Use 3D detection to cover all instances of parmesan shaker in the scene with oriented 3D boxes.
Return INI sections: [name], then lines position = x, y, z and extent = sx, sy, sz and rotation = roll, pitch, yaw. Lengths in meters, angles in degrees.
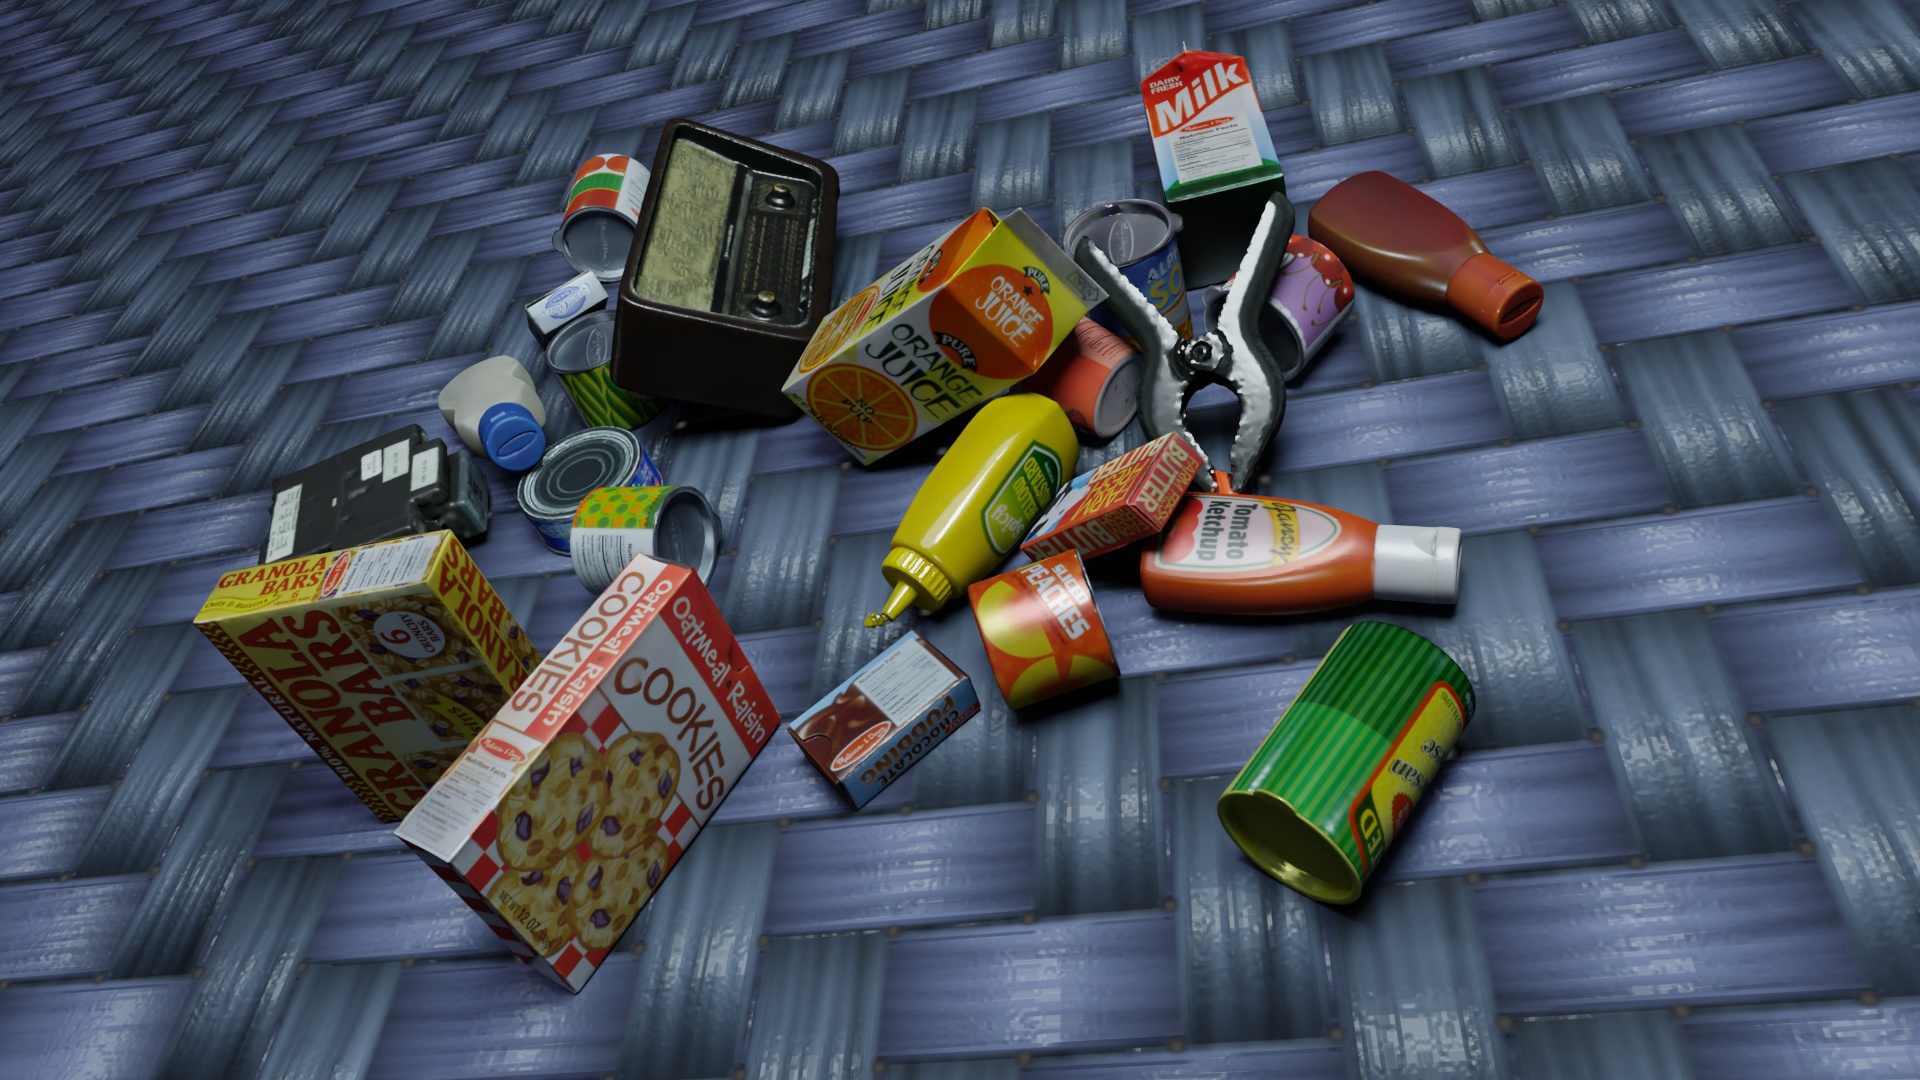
[parmesan shaker]
position = 0.164, 0.090, 0.584
extent = 0.071, 0.071, 0.103
rotation = 23, 59, 36

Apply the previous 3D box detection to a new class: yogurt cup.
[yogurt cup]
position = 0.072, -0.094, 0.806
extent = 0.054, 0.072, 0.073
rotation = 29, 62, 30

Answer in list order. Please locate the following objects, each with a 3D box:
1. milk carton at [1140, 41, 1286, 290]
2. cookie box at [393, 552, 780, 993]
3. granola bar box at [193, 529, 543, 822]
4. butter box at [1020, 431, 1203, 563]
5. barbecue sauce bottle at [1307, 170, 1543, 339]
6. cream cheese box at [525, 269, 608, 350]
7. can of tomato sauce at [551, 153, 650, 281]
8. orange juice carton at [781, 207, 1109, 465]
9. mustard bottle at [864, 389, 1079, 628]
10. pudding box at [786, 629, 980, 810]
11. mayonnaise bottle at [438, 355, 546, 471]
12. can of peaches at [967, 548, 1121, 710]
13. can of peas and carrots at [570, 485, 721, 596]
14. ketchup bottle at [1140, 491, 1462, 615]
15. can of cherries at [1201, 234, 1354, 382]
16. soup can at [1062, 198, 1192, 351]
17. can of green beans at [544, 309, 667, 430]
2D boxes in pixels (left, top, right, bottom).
[milk carton]
position = 0.166, -0.256, 0.923
extent = 0.073, 0.072, 0.191
rotation = -11, 46, 10
[cookie box]
position = -0.164, 0.107, 0.652
extent = 0.040, 0.122, 0.168
rotation = 16, 54, 31
[granola bar box]
position = -0.275, 0.073, 0.698
extent = 0.124, 0.164, 0.039
rotation = -10, 42, 11
[butter box]
position = 0.076, -0.018, 0.716
extent = 0.053, 0.024, 0.103
rotation = -53, 15, -29
[barbecue sauce bottle]
position = 0.274, -0.167, 0.816
extent = 0.065, 0.043, 0.149
rotation = -31, 45, -10
[cream cheese box]
position = -0.282, -0.164, 0.994
extent = 0.053, 0.024, 0.104
rotation = -34, 10, -13
[can of tomato sauce]
position = -0.277, -0.254, 1.089
extent = 0.071, 0.071, 0.083
rotation = -13, 44, 8
[orange juice carton]
position = -0.009, -0.120, 0.786
extent = 0.192, 0.071, 0.073
rotation = -25, 32, 43
[mustard bottle]
position = 0.003, -0.009, 0.751
extent = 0.049, 0.065, 0.161
rotation = 21, 63, 38
[pudding box]
position = -0.038, 0.088, 0.691
extent = 0.084, 0.030, 0.050
rotation = -38, 47, -17
[mayonnaise bottle]
position = -0.308, -0.083, 0.927
extent = 0.065, 0.041, 0.148
rotation = -34, 31, -12
[can of peaches]
position = 0.040, 0.042, 0.678
extent = 0.058, 0.071, 0.071
rotation = -19, 44, 4
[can of peas and carrots]
position = -0.182, 0.000, 0.807
extent = 0.059, 0.070, 0.071
rotation = 0, 48, 21
[ketchup bottle]
position = 0.167, 0.009, 0.684
extent = 0.149, 0.043, 0.065
rotation = 3, 50, 23
[can of cherries]
position = 0.182, -0.136, 0.799
extent = 0.071, 0.071, 0.058
rotation = 25, 60, 37
[soup can]
position = 0.105, -0.152, 0.834
extent = 0.071, 0.083, 0.072
rotation = -11, 45, 11
[can of green beans]
position = -0.239, -0.114, 0.944
extent = 0.071, 0.057, 0.071
rotation = -11, 44, 11
